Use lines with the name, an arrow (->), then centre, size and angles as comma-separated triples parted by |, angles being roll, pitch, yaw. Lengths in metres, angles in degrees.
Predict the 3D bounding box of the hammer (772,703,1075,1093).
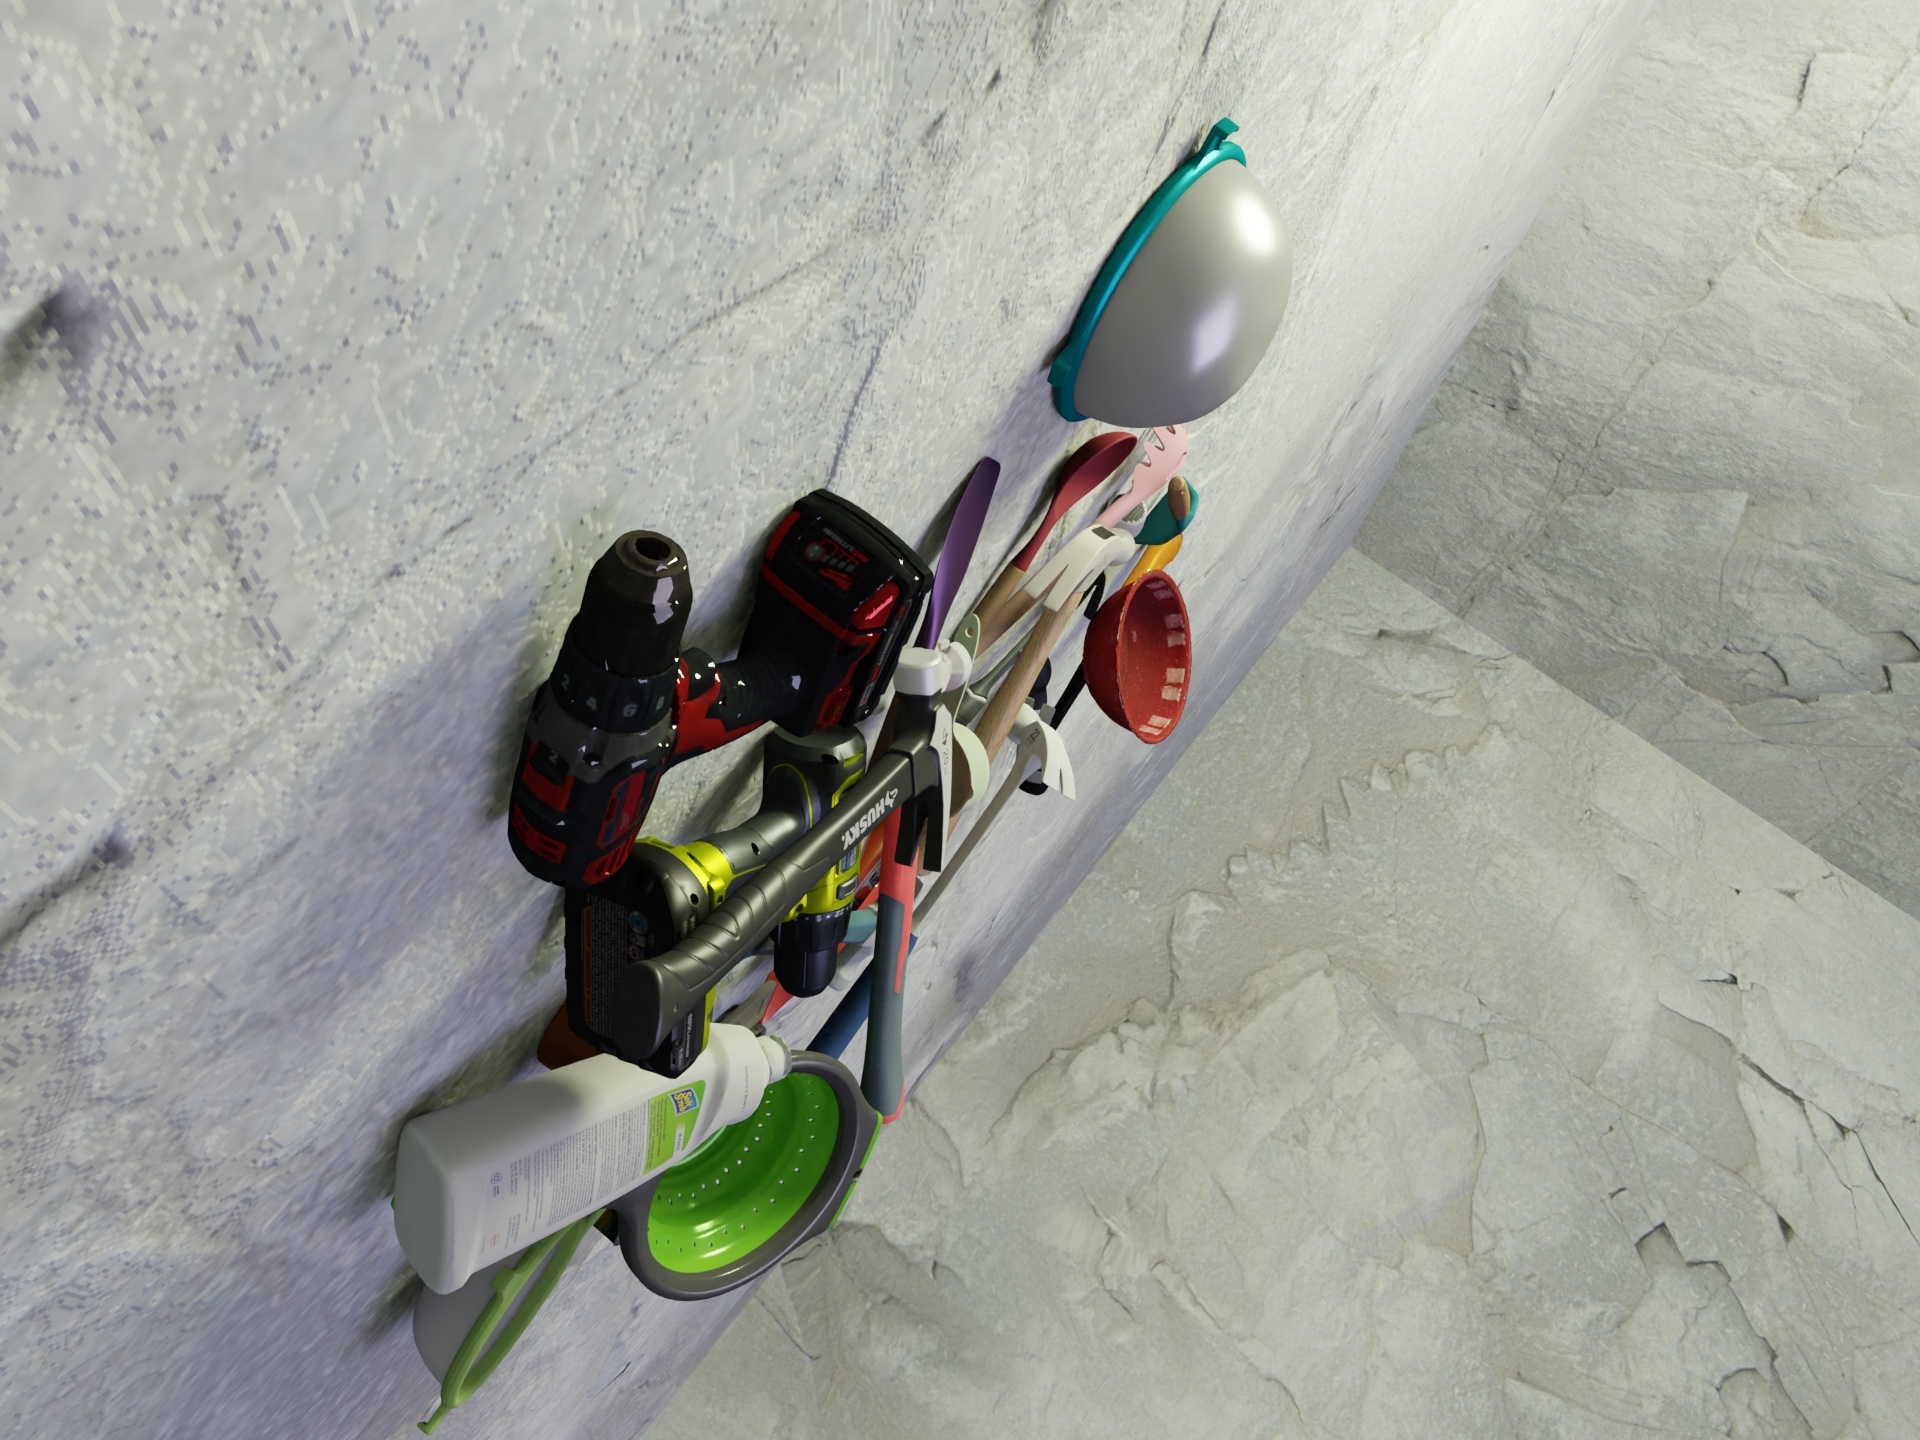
hammer -> -0.037, 0.174, 1.375 | 0.405, 0.035, 0.144 | -55, -155, 7

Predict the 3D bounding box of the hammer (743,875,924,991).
hammer -> -0.110, 0.160, 1.207 | 0.128, 0.033, 0.331 | -49, 165, 6

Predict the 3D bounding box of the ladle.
ladle -> 0.030, -0.096, 1.225 | 0.315, 0.031, 0.069 | -54, 163, 12

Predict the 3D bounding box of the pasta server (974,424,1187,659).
pasta server -> 0.093, -0.148, 1.325 | 0.316, 0.040, 0.060 | -45, 165, -22

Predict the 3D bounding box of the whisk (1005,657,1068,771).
whisk -> 0.077, -0.003, 1.598 | 0.070, 0.070, 0.284 | -50, 163, -17

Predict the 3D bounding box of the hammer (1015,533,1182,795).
hammer -> 0.140, -0.084, 1.552 | 0.337, 0.034, 0.127 | -56, 160, -34

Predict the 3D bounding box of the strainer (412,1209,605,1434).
strainer -> -0.316, 0.376, 1.147 | 0.151, 0.069, 0.256 | -61, 175, 19

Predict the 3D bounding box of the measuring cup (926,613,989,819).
measuring cup -> -0.002, -0.004, 1.220 | 0.038, 0.083, 0.167 | -13, 122, -55

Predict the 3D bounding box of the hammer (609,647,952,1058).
hammer -> -0.089, 0.087, 0.908 | 0.335, 0.035, 0.146 | -44, 137, -54

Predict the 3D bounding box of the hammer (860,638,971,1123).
hammer -> -0.056, 0.139, 1.186 | 0.143, 0.038, 0.386 | -31, 132, -59

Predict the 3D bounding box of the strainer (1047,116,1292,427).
strainer -> 0.178, -0.270, 1.134 | 0.211, 0.095, 0.340 | -55, 167, 7

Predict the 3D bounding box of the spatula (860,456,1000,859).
spatula -> -0.034, -0.024, 1.055 | 0.316, 0.018, 0.059 | -70, 163, 8

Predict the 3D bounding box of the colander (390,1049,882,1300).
colander -> -0.227, 0.296, 1.101 | 0.396, 0.095, 0.204 | 16, 101, -50

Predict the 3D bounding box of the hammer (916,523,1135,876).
hammer -> 0.036, -0.011, 1.298 | 0.331, 0.031, 0.130 | -61, 164, 18

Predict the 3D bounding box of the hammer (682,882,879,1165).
hammer -> -0.149, 0.229, 1.357 | 0.359, 0.037, 0.149 | -37, 139, -61

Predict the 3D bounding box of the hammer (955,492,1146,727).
hammer -> 0.022, -0.031, 1.358 | 0.409, 0.036, 0.149 | -46, 167, -29

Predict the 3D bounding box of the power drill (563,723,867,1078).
power drill -> -0.134, 0.118, 0.964 | 0.228, 0.080, 0.190 | -33, 134, -57

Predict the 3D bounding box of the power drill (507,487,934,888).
power drill -> -0.111, -0.035, 0.751 | 0.227, 0.080, 0.187 | -36, 158, -47

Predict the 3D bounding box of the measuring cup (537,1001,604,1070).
measuring cup -> -0.197, 0.172, 1.042 | 0.174, 0.052, 0.095 | -47, 166, -22

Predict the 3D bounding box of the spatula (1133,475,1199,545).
spatula -> 0.184, -0.194, 1.407 | 0.082, 0.044, 0.317 | -50, 174, 5
